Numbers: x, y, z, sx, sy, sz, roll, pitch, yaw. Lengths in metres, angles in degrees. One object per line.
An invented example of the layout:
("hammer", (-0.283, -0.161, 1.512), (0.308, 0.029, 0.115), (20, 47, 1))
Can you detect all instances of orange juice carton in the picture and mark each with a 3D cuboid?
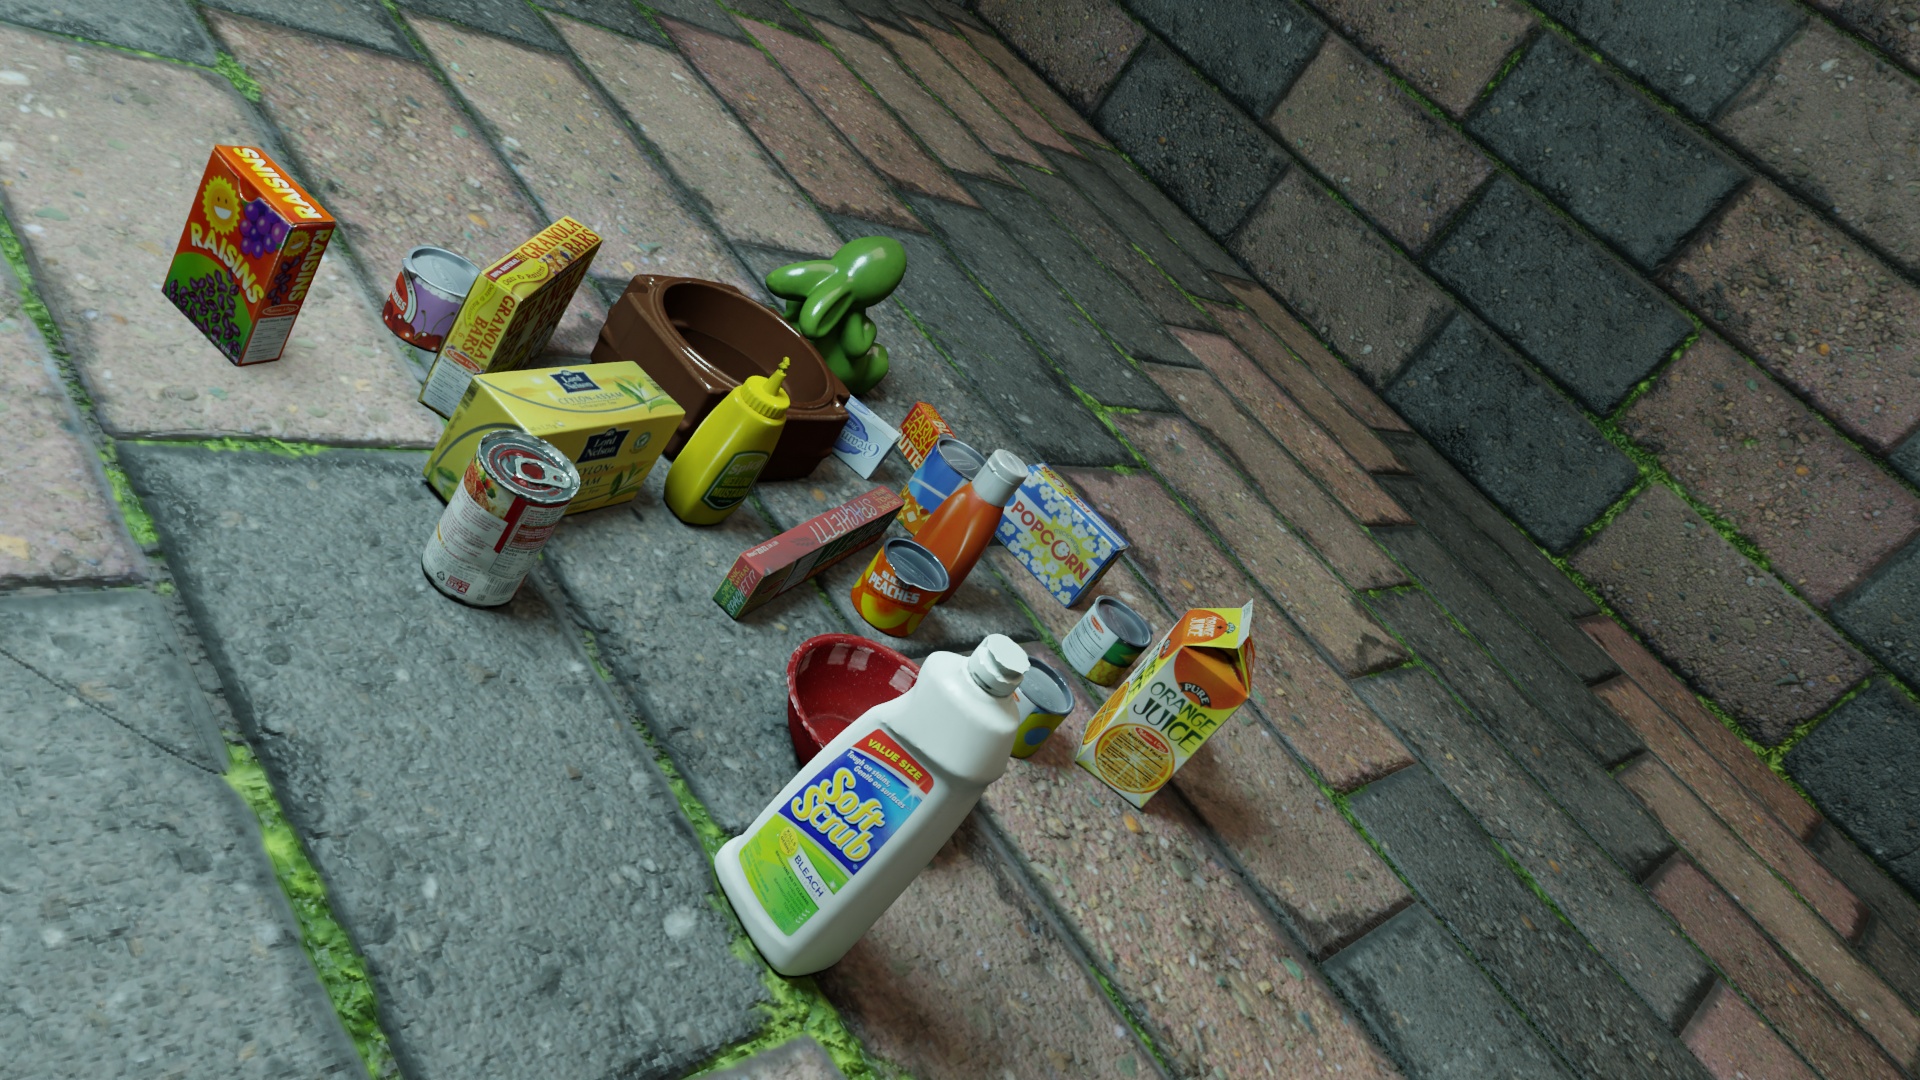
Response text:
("orange juice carton", (0.186, 0.130, 1.180), (0.073, 0.192, 0.072), (37, 26, -1))

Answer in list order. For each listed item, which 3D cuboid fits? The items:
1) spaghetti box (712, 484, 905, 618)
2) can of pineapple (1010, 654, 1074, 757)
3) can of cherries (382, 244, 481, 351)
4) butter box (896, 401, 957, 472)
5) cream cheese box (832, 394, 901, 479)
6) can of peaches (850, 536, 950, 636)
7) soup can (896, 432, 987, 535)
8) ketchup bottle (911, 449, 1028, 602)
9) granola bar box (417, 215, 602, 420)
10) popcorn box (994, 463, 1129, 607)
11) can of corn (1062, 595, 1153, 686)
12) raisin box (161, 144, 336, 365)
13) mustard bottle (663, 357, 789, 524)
("spaghetti box", (-0.121, 0.005, 1.167), (0.029, 0.050, 0.251), (42, 27, 8))
("can of pineapple", (0.054, 0.138, 1.157), (0.071, 0.057, 0.071), (29, 28, -17))
("can of cherries", (-0.421, -0.193, 1.109), (0.071, 0.058, 0.072), (29, 28, -17))
("butter box", (-0.027, -0.091, 1.429), (0.024, 0.053, 0.104), (6, 40, -47))
("cream cheese box", (-0.114, -0.112, 1.358), (0.104, 0.053, 0.024), (39, 26, 3))
("can of peaches", (-0.053, 0.040, 1.184), (0.071, 0.057, 0.071), (29, 28, -17))
("soup can", (-0.018, -0.050, 1.340), (0.071, 0.083, 0.072), (29, 28, -17))
("ketchup bottle", (0.004, -0.016, 1.241), (0.043, 0.148, 0.065), (11, 36, -42))
("granola bar box", (-0.352, -0.177, 1.094), (0.039, 0.123, 0.166), (33, 27, -9))
("popcorn box", (0.097, -0.006, 1.408), (0.127, 0.085, 0.038), (45, 27, 16))
("can of corn", (0.141, 0.097, 1.328), (0.071, 0.058, 0.071), (29, 28, -17))
("raisin box", (-0.491, -0.196, 0.956), (0.086, 0.123, 0.040), (43, 27, 11))
("mustard bottle", (-0.178, -0.082, 1.113), (0.065, 0.159, 0.049), (-3, 47, -53))
